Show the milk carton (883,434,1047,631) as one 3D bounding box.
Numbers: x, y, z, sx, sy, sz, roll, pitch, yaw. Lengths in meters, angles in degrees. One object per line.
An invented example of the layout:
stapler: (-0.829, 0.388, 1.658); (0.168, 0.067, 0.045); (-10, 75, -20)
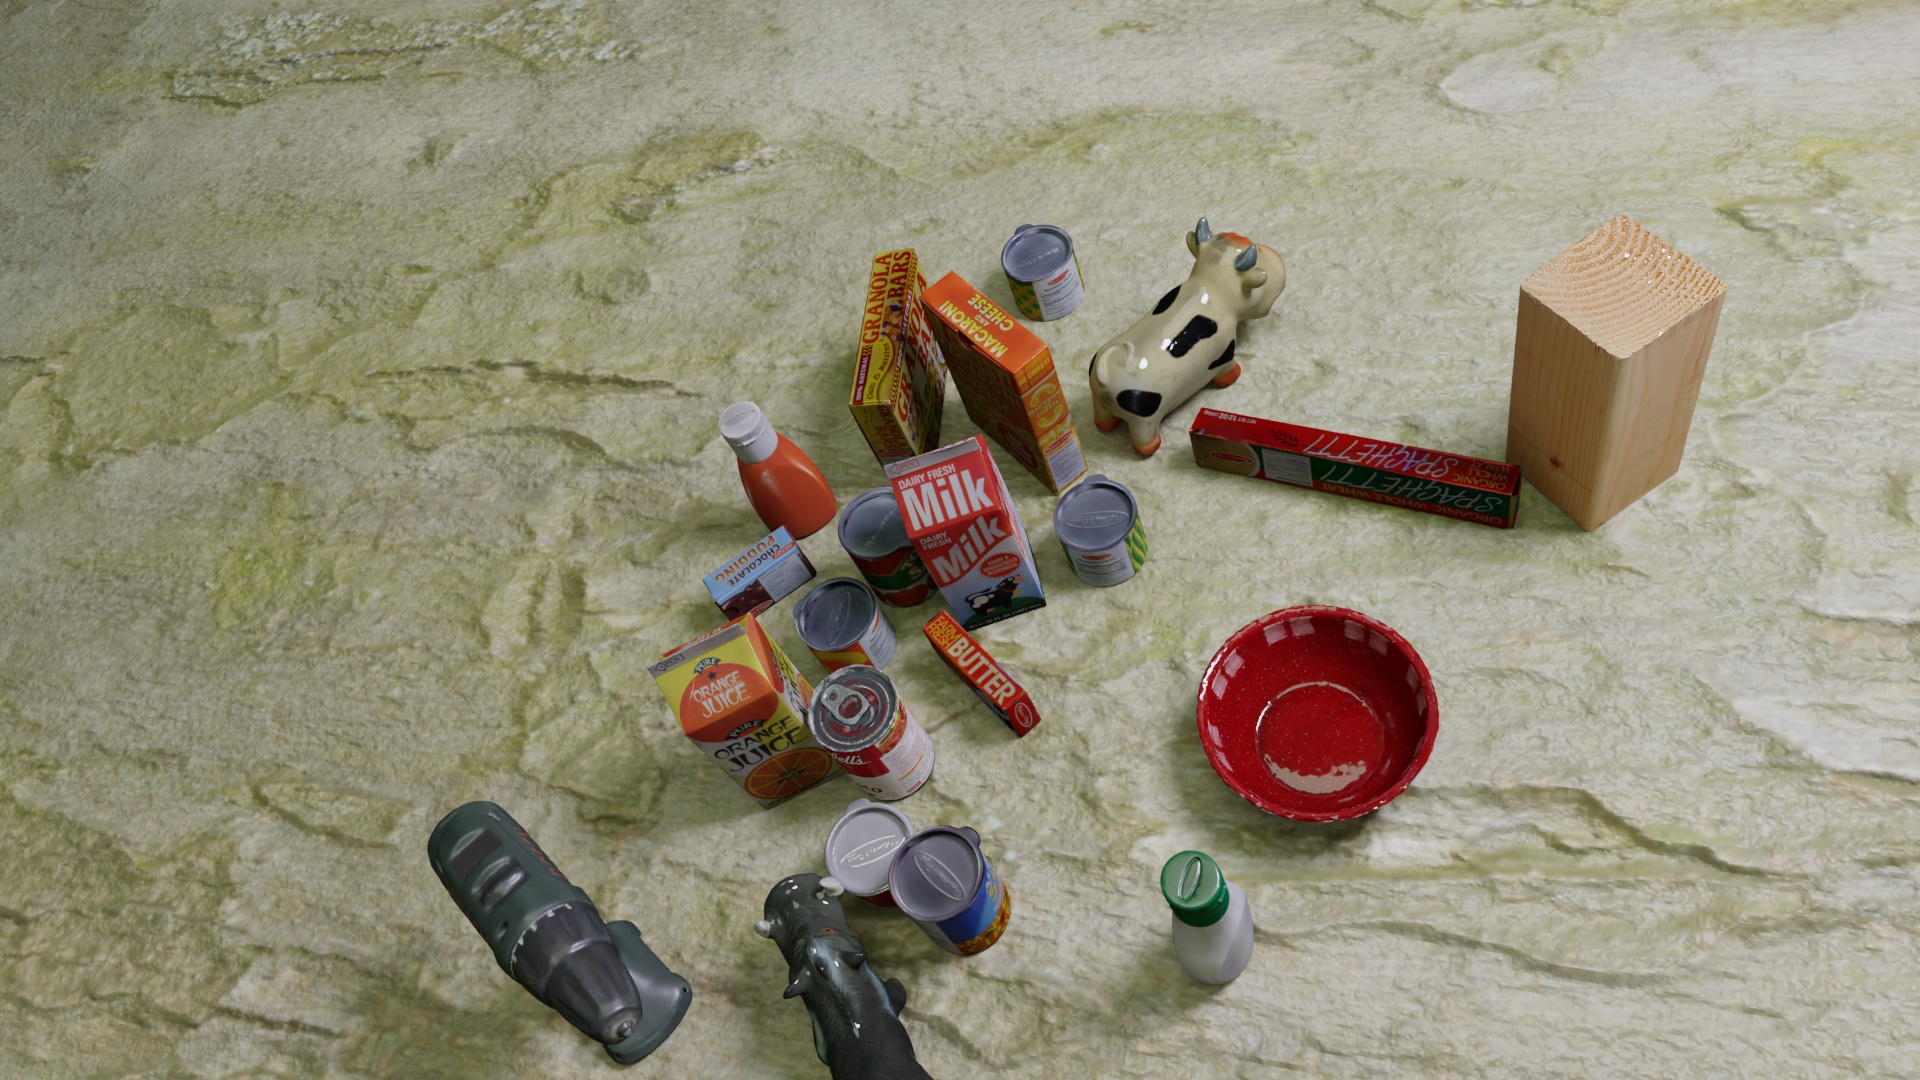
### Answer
milk carton: (0.004, -0.013, 1.053); (0.072, 0.189, 0.074); (-18, 55, 6)

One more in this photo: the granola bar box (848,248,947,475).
granola bar box: (-0.050, -0.147, 1.196); (0.039, 0.123, 0.166); (-3, 58, 16)

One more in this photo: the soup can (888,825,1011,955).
soup can: (-0.004, 0.241, 0.958); (0.071, 0.083, 0.071); (-8, 57, 13)

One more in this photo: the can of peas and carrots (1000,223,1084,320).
can of peas and carrots: (0.074, -0.243, 1.258); (0.071, 0.058, 0.071); (-8, 57, 13)

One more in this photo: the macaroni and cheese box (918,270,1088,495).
macaroni and cheese box: (0.037, -0.125, 1.129); (0.040, 0.165, 0.124); (-40, 56, -9)

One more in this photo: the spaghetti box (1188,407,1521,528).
spaghetti box: (0.302, -0.057, 1.072); (0.250, 0.050, 0.029); (14, 64, 25)

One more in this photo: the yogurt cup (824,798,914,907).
yogurt cup: (-0.058, 0.230, 1.001); (0.072, 0.053, 0.073); (-8, 57, 13)

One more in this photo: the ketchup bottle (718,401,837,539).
ketchup bottle: (-0.155, -0.058, 1.157); (0.065, 0.148, 0.044); (-27, 55, 0)

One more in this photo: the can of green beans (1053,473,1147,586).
can of green beans: (0.111, -0.005, 1.095); (0.071, 0.057, 0.071); (-8, 57, 13)

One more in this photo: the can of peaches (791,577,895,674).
can of peaches: (-0.093, 0.071, 1.110); (0.071, 0.058, 0.071); (-8, 57, 13)

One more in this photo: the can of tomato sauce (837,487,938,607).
can of tomato sauce: (-0.053, 0.007, 1.123); (0.071, 0.082, 0.071); (-8, 57, 13)

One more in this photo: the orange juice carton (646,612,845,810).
orange juice carton: (-0.156, 0.120, 1.017); (0.072, 0.192, 0.073); (-26, 55, 1)

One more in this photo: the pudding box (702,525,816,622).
pudding box: (-0.168, 0.031, 1.165); (0.084, 0.049, 0.030); (-35, 55, -6)

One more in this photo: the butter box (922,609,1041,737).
butter box: (0.015, 0.101, 1.060); (0.024, 0.053, 0.104); (-41, 56, -9)

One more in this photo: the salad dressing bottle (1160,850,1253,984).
salad dressing bottle: (0.154, 0.235, 0.872); (0.044, 0.147, 0.064); (14, 64, 25)
